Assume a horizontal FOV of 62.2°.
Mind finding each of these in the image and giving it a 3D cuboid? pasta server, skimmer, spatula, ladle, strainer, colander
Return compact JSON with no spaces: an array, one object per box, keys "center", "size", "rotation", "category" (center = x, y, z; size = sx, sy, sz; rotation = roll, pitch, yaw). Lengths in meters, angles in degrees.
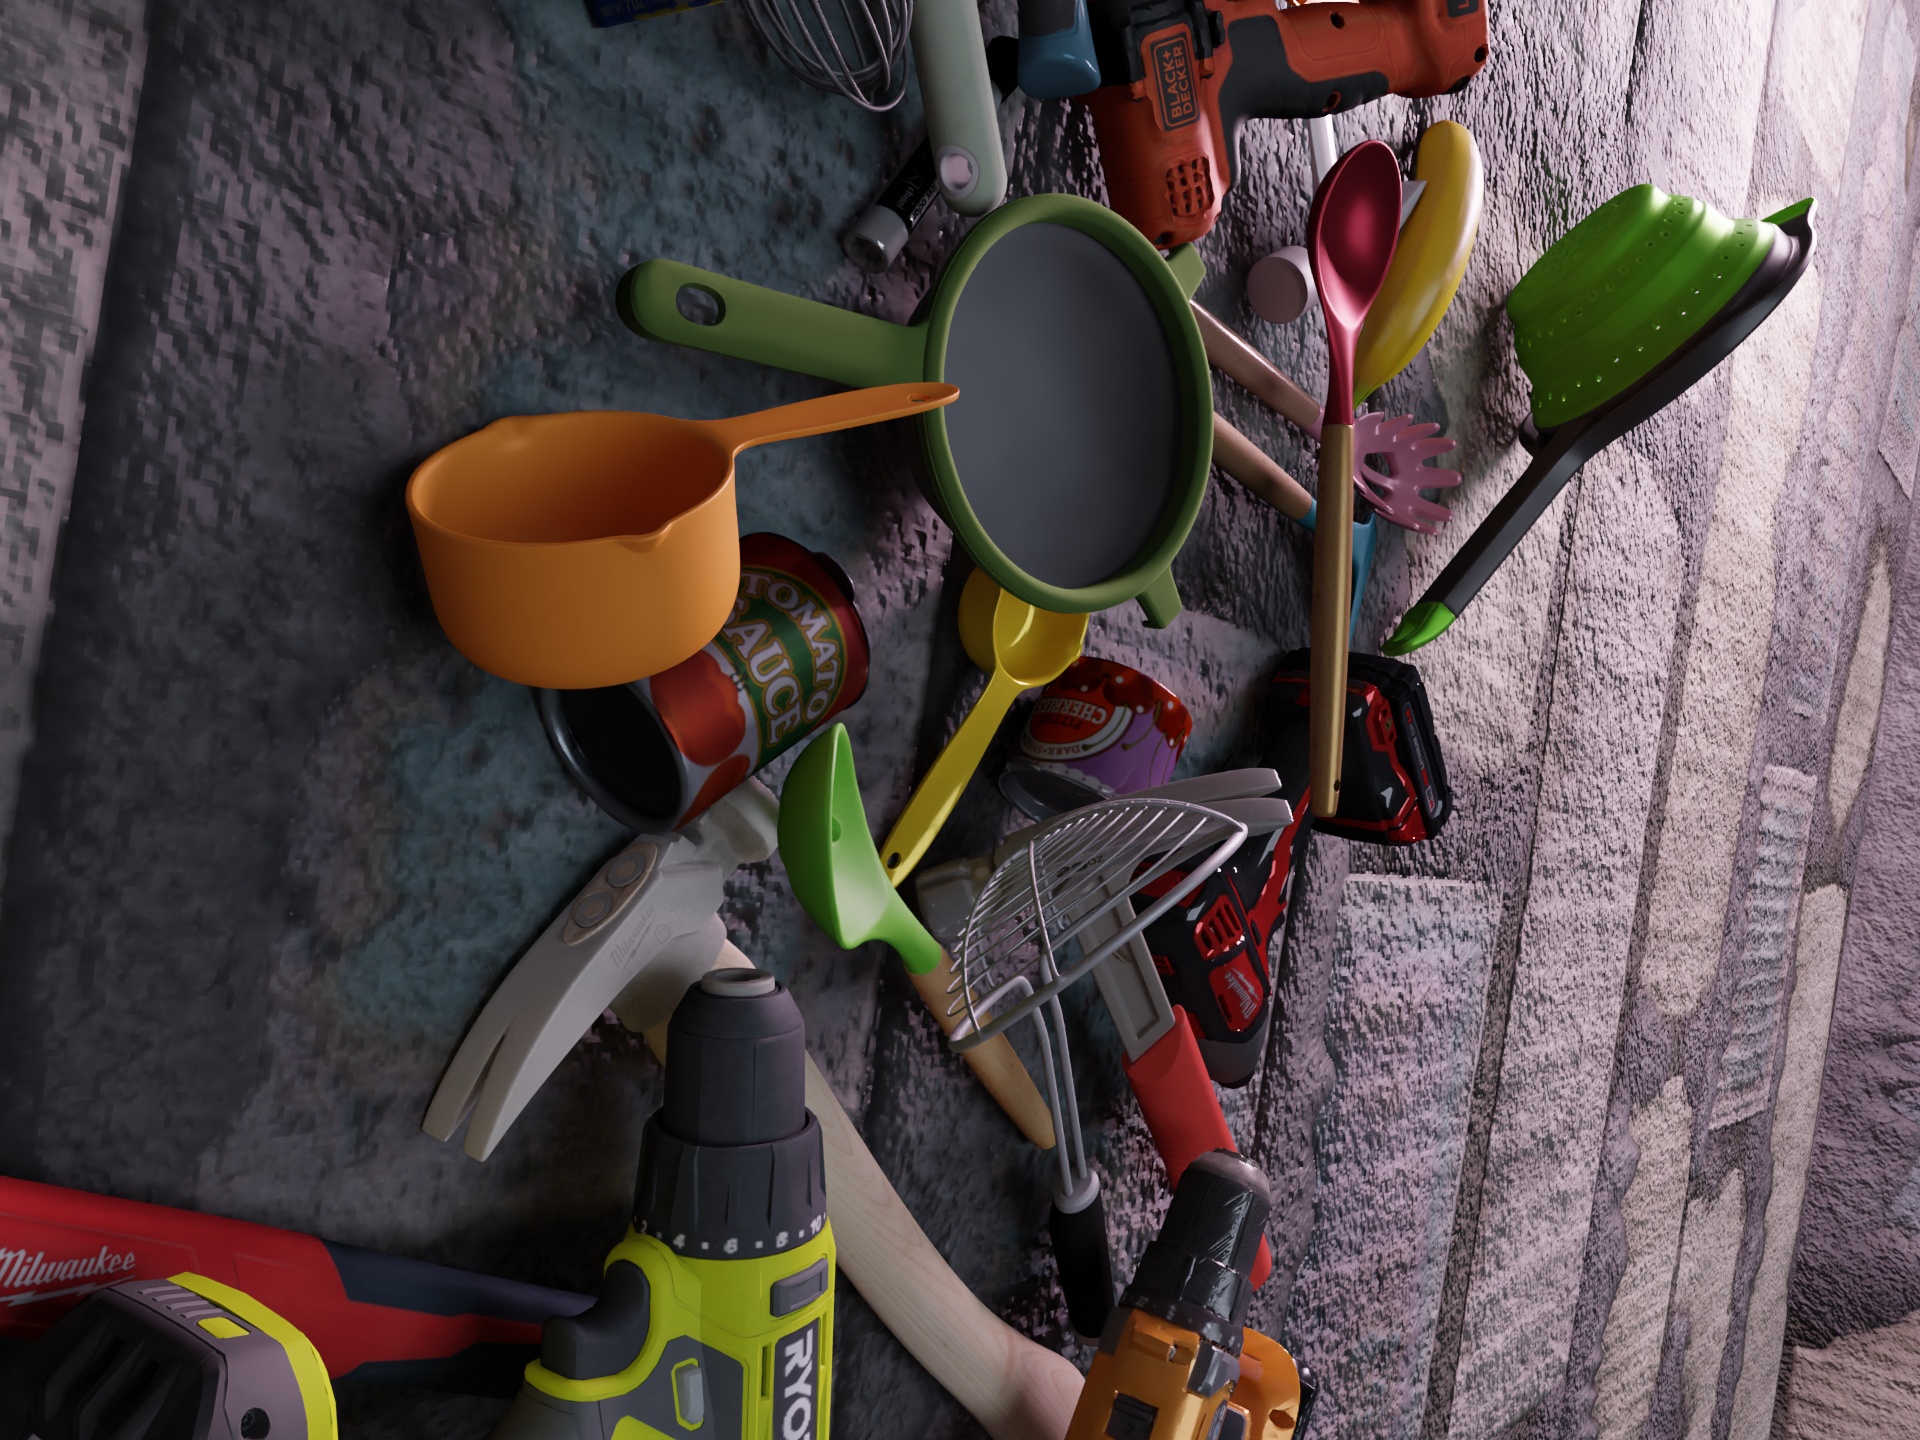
[{"center":[0.166,-0.163,0.790],"size":[0.316,0.040,0.060],"rotation":[20,81,-48],"category":"pasta server"},{"center":[0.061,0.170,0.635],"size":[0.127,0.090,0.362],"rotation":[-35,136,-27],"category":"skimmer"},{"center":[0.146,-0.115,0.792],"size":[0.317,0.044,0.082],"rotation":[26,76,-45],"category":"spatula"},{"center":[0.178,-0.112,0.749],"size":[0.069,0.031,0.315],"rotation":[3,89,-45],"category":"ladle"},{"center":[-0.016,-0.118,0.566],"size":[0.256,0.069,0.151],"rotation":[5,89,-40],"category":"strainer"},{"center":[0.360,-0.206,0.976],"size":[0.094,0.204,0.397],"rotation":[44,76,-7],"category":"colander"}]

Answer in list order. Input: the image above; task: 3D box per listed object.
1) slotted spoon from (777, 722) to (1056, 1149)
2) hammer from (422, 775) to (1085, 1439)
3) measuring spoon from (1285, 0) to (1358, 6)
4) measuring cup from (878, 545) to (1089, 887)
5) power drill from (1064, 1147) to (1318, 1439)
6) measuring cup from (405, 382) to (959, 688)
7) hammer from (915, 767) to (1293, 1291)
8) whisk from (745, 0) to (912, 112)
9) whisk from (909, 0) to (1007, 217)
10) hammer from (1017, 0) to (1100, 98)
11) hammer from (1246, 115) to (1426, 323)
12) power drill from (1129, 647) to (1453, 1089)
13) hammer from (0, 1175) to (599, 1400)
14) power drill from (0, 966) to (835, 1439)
[{"center":[-0.007,0.103,0.605],"size":[0.313,0.031,0.070],"rotation":[62,23,-51],"category":"slotted spoon"},{"center":[-0.040,0.206,0.615],"size":[0.146,0.038,0.410],"rotation":[-53,133,-29],"category":"hammer"},{"center":[0.176,-0.331,0.742],"size":[0.117,0.011,0.021],"rotation":[-10,111,-52],"category":"measuring spoon"},{"center":[-0.001,-0.002,0.639],"size":[0.062,0.029,0.156],"rotation":[39,79,-46],"category":"measuring cup"},{"center":[0.113,0.314,0.752],"size":[0.185,0.084,0.226],"rotation":[-66,152,-21],"category":"power drill"},{"center":[-0.072,-0.059,0.467],"size":[0.173,0.095,0.052],"rotation":[-21,128,-31],"category":"measuring cup"},{"center":[0.106,0.164,0.732],"size":[0.037,0.149,0.358],"rotation":[-98,168,-48],"category":"hammer"},{"center":[-0.073,-0.297,0.473],"size":[0.055,0.055,0.238],"rotation":[-49,126,-33],"category":"whisk"},{"center":[-0.017,-0.293,0.527],"size":[0.059,0.058,0.246],"rotation":[-39,124,-50],"category":"whisk"},{"center":[0.013,-0.383,0.530],"size":[0.128,0.033,0.330],"rotation":[-61,145,-63],"category":"hammer"},{"center":[0.152,-0.402,0.732],"size":[0.144,0.035,0.405],"rotation":[-39,125,-39],"category":"hammer"},{"center":[0.162,0.076,0.807],"size":[0.220,0.079,0.143],"rotation":[-47,129,-30],"category":"power drill"},{"center":[-0.172,0.148,0.443],"size":[0.385,0.038,0.143],"rotation":[37,67,-47],"category":"hammer"},{"center":[-0.118,0.176,0.424],"size":[0.228,0.080,0.190],"rotation":[-5,99,-54],"category":"power drill"}]
